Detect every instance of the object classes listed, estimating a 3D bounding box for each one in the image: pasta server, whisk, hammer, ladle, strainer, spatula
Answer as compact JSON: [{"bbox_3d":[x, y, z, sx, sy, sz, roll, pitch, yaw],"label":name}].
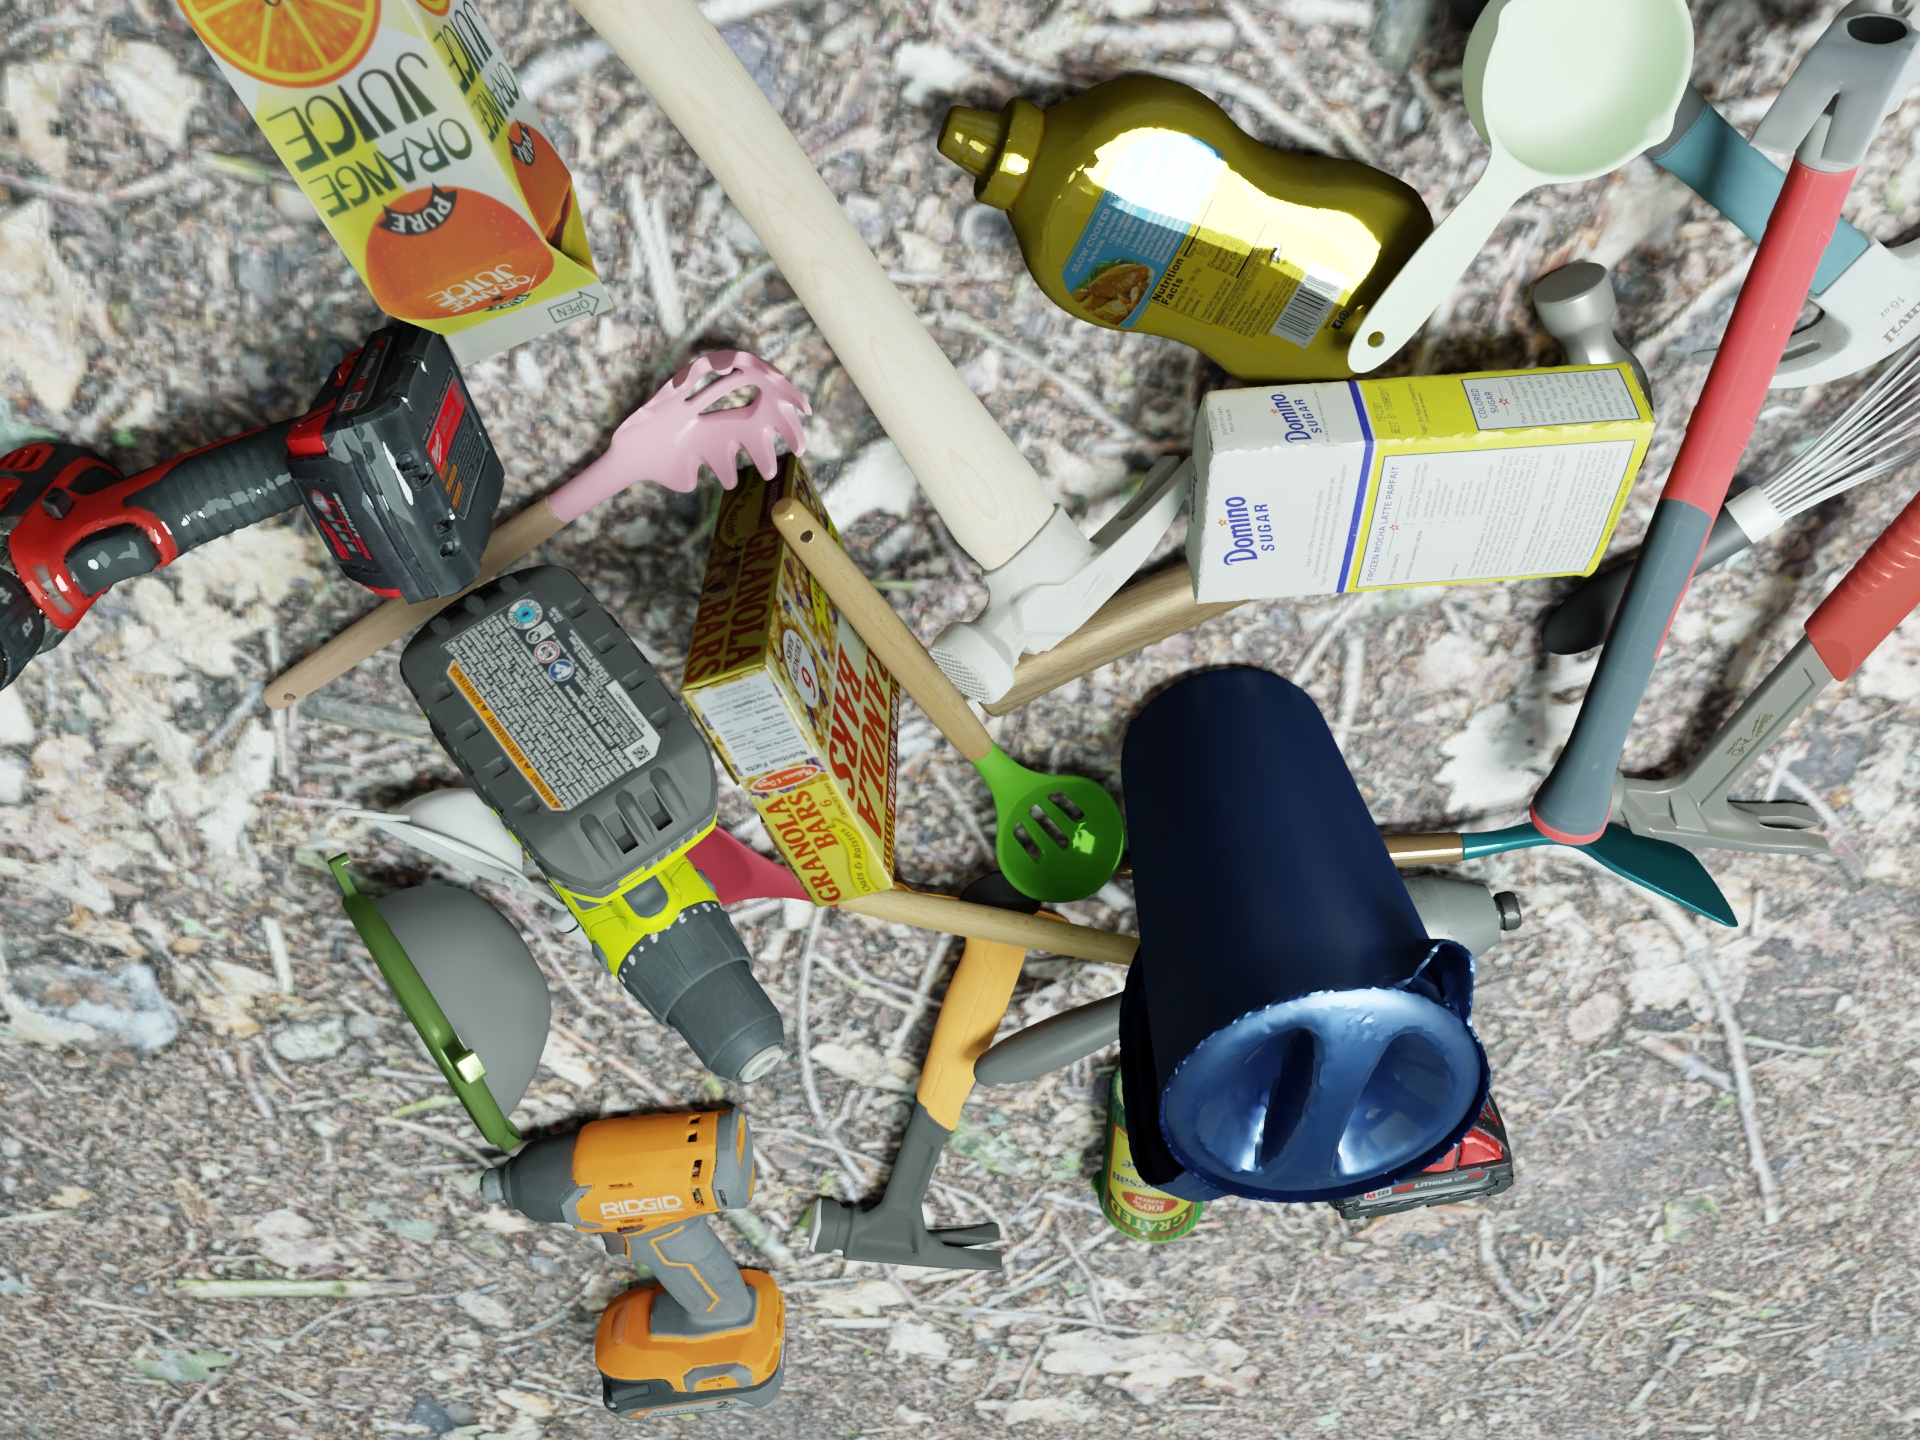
[{"bbox_3d":[-0.202,-0.077,0.716,0.316,0.040,0.060,-29,134,18],"label":"pasta server"},{"bbox_3d":[0.389,-0.111,0.716,0.070,0.070,0.284,38,121,-27],"label":"whisk"},{"bbox_3d":[0.296,-0.082,0.655,0.038,0.143,0.386,25,137,24],"label":"hammer"},{"bbox_3d":[-0.001,0.218,0.943,0.127,0.034,0.336,9,128,-9],"label":"hammer"},{"bbox_3d":[-0.058,-0.200,0.614,0.146,0.038,0.410,-45,116,-14],"label":"hammer"},{"bbox_3d":[0.273,-0.242,0.624,0.330,0.033,0.128,27,119,-21],"label":"hammer"},{"bbox_3d":[-0.037,0.095,0.825,0.315,0.031,0.069,11,123,4],"label":"ladle"},{"bbox_3d":[0.155,-0.079,0.740,0.331,0.031,0.129,-25,124,15],"label":"hammer"},{"bbox_3d":[-0.256,0.170,0.875,0.069,0.152,0.256,-32,152,-21],"label":"strainer"},{"bbox_3d":[0.240,0.079,0.848,0.317,0.082,0.044,-4,115,7],"label":"spatula"},{"bbox_3d":[-0.214,0.097,0.844,0.087,0.050,0.258,4,148,45],"label":"strainer"},{"bbox_3d":[0.107,0.148,0.847,0.239,0.055,0.055,-28,124,20],"label":"whisk"},{"bbox_3d":[0.421,-0.053,0.720,0.149,0.037,0.358,8,141,-7],"label":"hammer"}]

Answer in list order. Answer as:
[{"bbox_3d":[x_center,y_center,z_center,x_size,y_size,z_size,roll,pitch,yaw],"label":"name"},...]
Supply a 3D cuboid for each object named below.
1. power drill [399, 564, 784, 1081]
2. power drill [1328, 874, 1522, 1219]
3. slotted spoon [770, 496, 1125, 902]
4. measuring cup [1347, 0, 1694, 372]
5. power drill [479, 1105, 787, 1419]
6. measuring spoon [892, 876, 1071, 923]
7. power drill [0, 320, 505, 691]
[{"bbox_3d":[-0.147,0.055,0.688,0.080,0.191,0.228,-35,159,-18],"label":"power drill"},{"bbox_3d":[0.254,0.181,0.915,0.143,0.079,0.219,-13,123,7],"label":"power drill"},{"bbox_3d":[-0.001,-0.002,0.746,0.070,0.031,0.313,-41,136,-1],"label":"slotted spoon"},{"bbox_3d":[0.197,-0.206,0.598,0.083,0.038,0.167,26,118,-20],"label":"measuring cup"},{"bbox_3d":[-0.199,0.340,1.003,0.164,0.084,0.226,-6,122,2],"label":"power drill"},{"bbox_3d":[0.008,0.103,0.882,0.117,0.011,0.021,13,127,-17],"label":"measuring spoon"},{"bbox_3d":[-0.309,-0.070,0.626,0.226,0.188,0.080,-15,125,3],"label":"power drill"}]
